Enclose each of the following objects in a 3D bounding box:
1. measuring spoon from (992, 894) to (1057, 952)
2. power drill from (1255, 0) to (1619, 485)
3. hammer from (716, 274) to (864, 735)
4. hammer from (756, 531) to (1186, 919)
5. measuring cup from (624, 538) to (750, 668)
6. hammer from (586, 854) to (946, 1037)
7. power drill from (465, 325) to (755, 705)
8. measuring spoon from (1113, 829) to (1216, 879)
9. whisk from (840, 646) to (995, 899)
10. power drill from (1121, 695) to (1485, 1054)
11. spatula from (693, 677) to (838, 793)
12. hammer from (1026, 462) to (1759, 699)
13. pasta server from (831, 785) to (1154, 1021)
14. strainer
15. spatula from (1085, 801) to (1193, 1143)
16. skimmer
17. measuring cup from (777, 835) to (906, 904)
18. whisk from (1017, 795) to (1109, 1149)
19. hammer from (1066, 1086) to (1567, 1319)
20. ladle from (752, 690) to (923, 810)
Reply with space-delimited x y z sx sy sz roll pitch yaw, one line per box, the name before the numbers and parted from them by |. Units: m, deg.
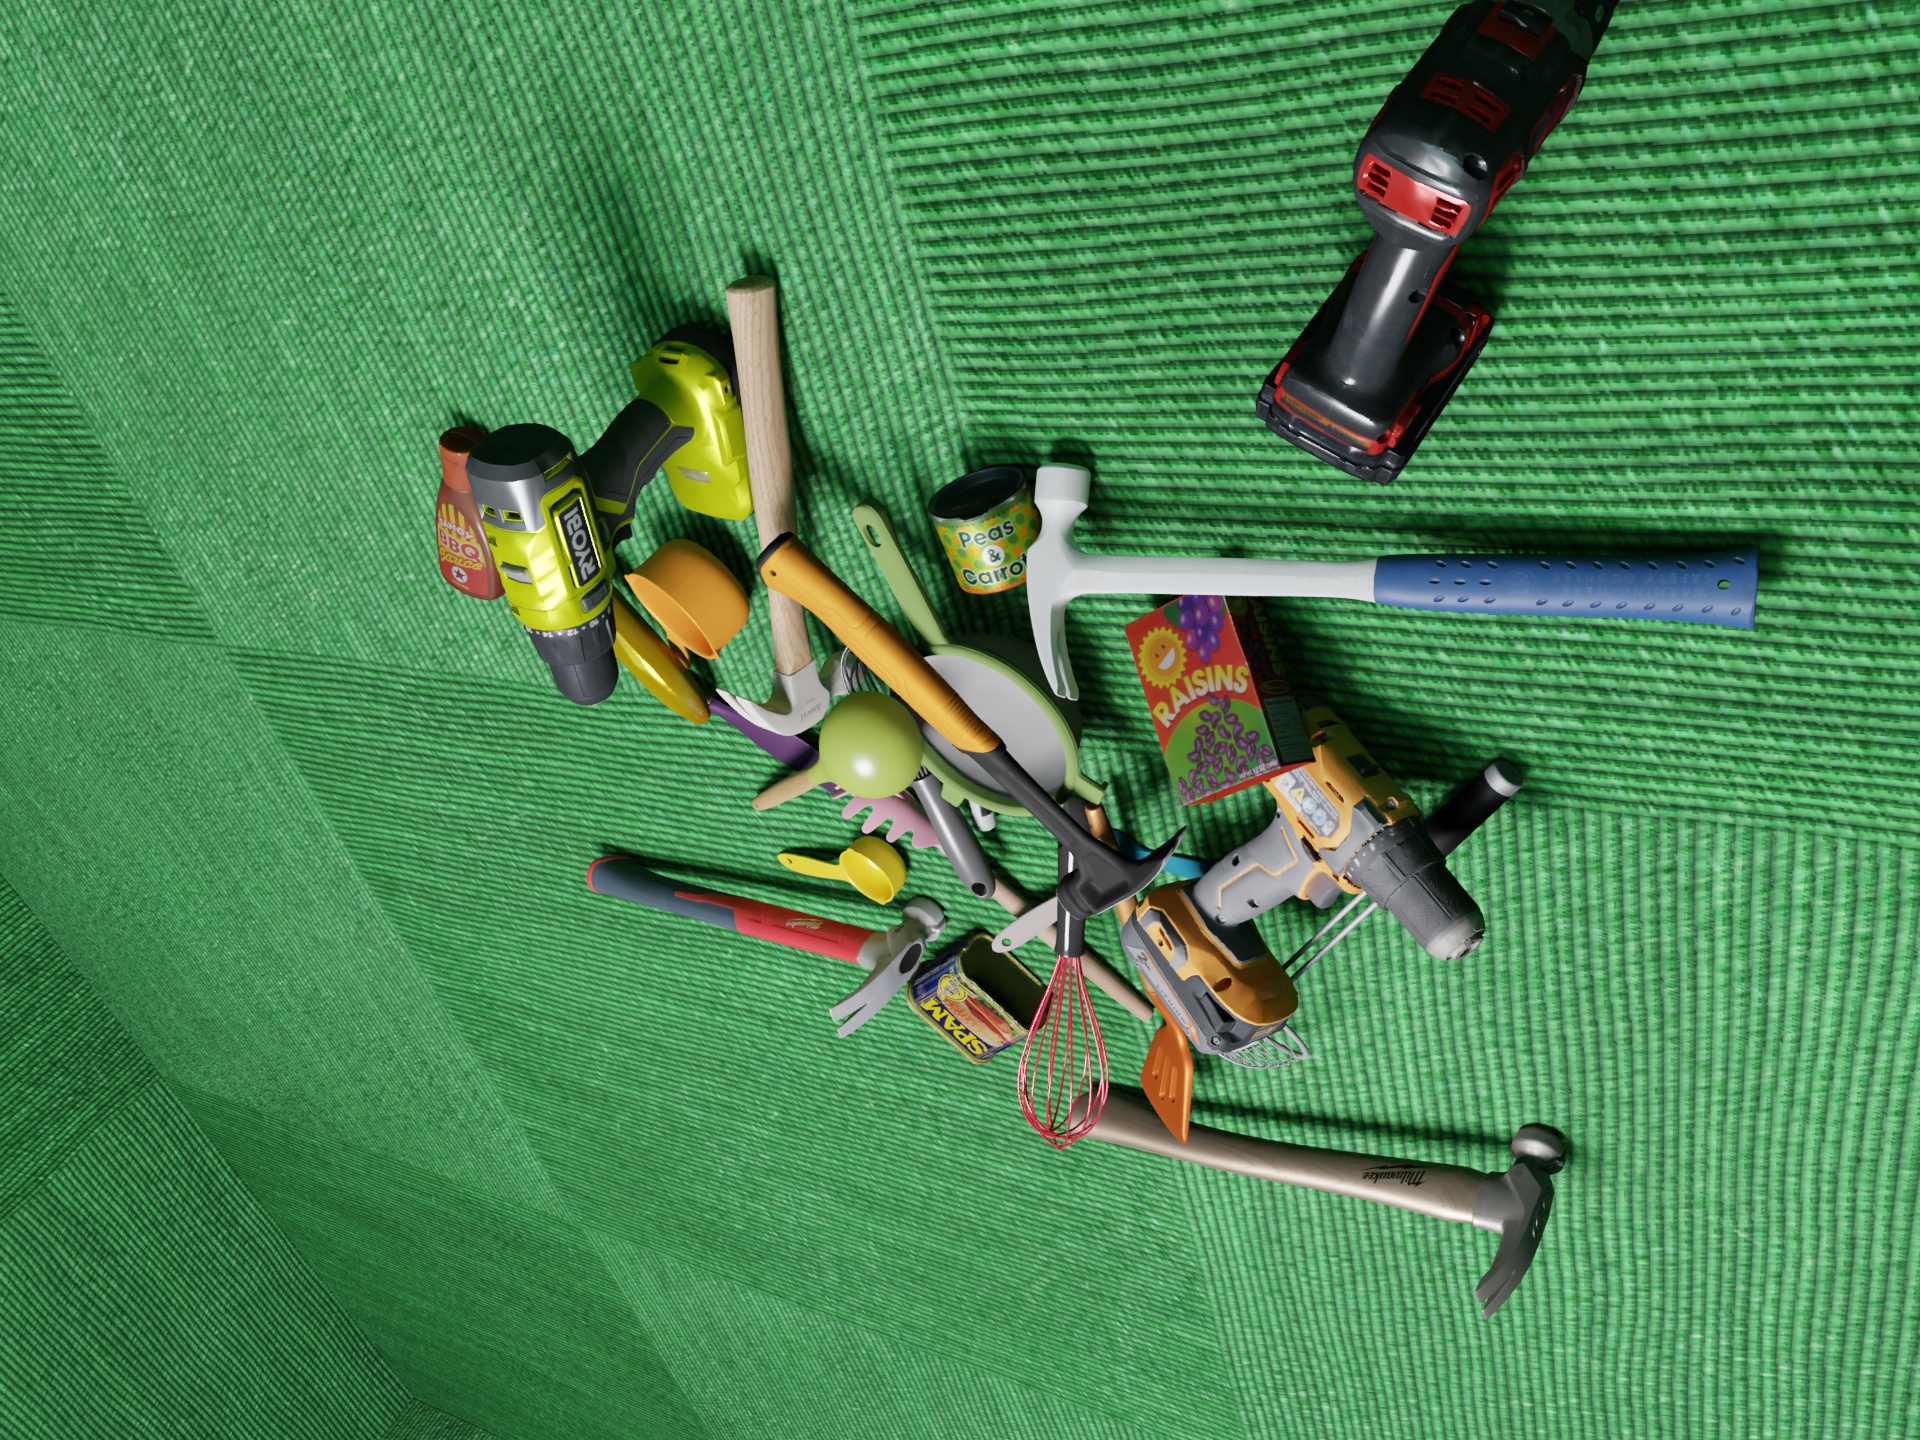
measuring spoon | 0.070 0.153 1.239 0.124 0.018 0.034 -37 106 27
power drill | 0.221 -0.234 0.715 0.080 0.188 0.226 32 158 13
hammer | -0.127 -0.136 1.090 0.031 0.130 0.331 17 127 29
hammer | -0.002 -0.003 1.057 0.337 0.034 0.127 43 144 -4
measuring cup | -0.205 -0.084 1.235 0.095 0.052 0.173 41 165 5
hammer | -0.205 0.183 1.418 0.386 0.143 0.038 8 129 35
power drill | -0.215 -0.137 1.043 0.080 0.229 0.190 15 134 24
measuring spoon | 0.152 0.111 1.170 0.129 0.021 0.042 12 133 29
whisk | -0.025 0.040 1.202 0.055 0.055 0.238 -6 120 39
power drill | 0.218 0.123 1.021 0.185 0.084 0.226 53 132 28
spatula | -0.226 -0.030 1.313 0.316 0.018 0.059 32 152 6
hammer | 0.225 -0.074 0.901 0.405 0.035 0.144 4 88 26
pasta server | 0.030 0.144 1.278 0.316 0.060 0.040 40 105 -7
strainer | 0.006 -0.052 1.089 0.151 0.069 0.256 -4 123 44
spatula | 0.134 0.191 1.216 0.081 0.041 0.322 52 165 56
skimmer | 0.265 0.131 1.105 0.127 0.090 0.363 40 129 5
measuring cup | -0.104 0.120 1.368 0.156 0.029 0.062 4 130 48
whisk | 0.082 0.194 1.210 0.073 0.073 0.295 11 109 28
hammer | 0.251 0.354 1.251 0.411 0.146 0.038 0 128 41
ladle | -0.109 0.040 1.232 0.078 0.062 0.320 60 157 -2
